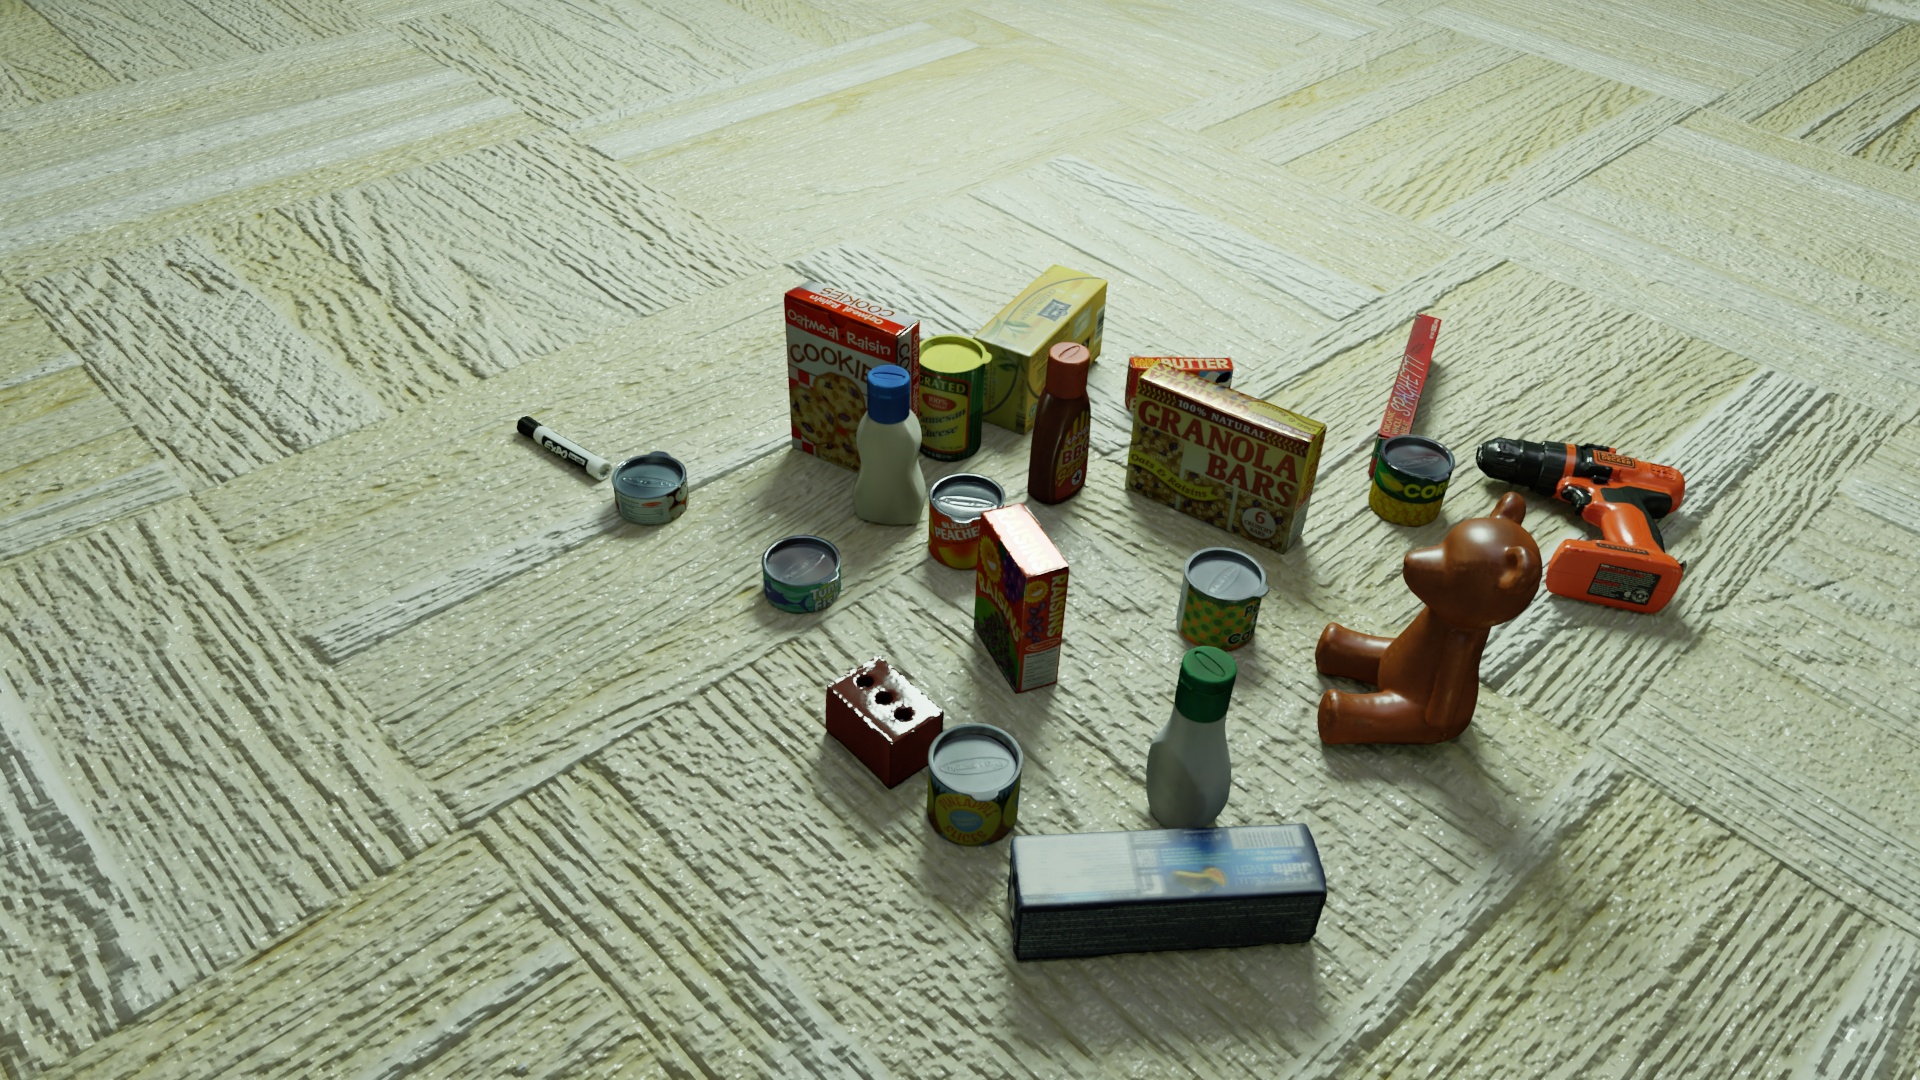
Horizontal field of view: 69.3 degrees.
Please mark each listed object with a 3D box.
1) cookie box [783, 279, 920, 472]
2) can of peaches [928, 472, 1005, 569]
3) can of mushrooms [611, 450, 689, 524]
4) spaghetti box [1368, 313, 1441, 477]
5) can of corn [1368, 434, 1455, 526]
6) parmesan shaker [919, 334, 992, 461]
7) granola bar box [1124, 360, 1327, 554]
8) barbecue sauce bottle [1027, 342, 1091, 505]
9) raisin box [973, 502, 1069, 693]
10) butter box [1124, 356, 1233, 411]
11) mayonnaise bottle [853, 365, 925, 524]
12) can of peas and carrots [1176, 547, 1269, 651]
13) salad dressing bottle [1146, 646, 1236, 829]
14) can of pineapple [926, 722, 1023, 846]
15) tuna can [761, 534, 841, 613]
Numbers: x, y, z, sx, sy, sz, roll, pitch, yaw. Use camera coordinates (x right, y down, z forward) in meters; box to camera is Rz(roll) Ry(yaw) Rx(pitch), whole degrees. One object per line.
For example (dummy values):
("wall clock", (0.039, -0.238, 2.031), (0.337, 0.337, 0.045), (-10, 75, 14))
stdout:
("cookie box", (-0.098, -0.141, 1.264), (0.123, 0.166, 0.040), (23, 43, 23))
("can of peaches", (0.004, -0.015, 1.202), (0.071, 0.057, 0.071), (1, 39, -1))
("can of mushrooms", (-0.277, -0.047, 1.246), (0.071, 0.033, 0.071), (1, 39, -1))
("spaghetti box", (0.447, -0.147, 1.392), (0.029, 0.049, 0.251), (16, 41, 16))
("can of corn", (0.413, -0.053, 1.269), (0.071, 0.058, 0.071), (1, 39, -1))
("parmesan shaker", (-0.008, -0.133, 1.310), (0.071, 0.102, 0.072), (1, 39, -1))
("granola bar box", (0.231, -0.074, 1.233), (0.166, 0.123, 0.039), (25, 44, 25))
("barbecue sauce bottle", (0.091, -0.106, 1.247), (0.044, 0.147, 0.065), (28, 46, 28))
("raisin box", (0.046, 0.045, 1.080), (0.040, 0.122, 0.086), (-14, 42, -18))
("butter box", (0.218, -0.156, 1.389), (0.103, 0.052, 0.024), (1, 39, -2))
("mayonnaise bottle", (-0.062, -0.082, 1.209), (0.065, 0.147, 0.041), (6, 39, 5))
("can of peas and carrots", (0.214, 0.049, 1.134), (0.071, 0.058, 0.071), (1, 39, -1))
("salad dressing bottle", (0.161, 0.138, 0.954), (0.044, 0.146, 0.064), (-22, 45, -27))
("can of pineapple", (0.009, 0.173, 0.974), (0.071, 0.057, 0.071), (1, 39, -1))
("tuna can", (-0.131, 0.029, 1.161), (0.071, 0.032, 0.071), (1, 39, -1))
